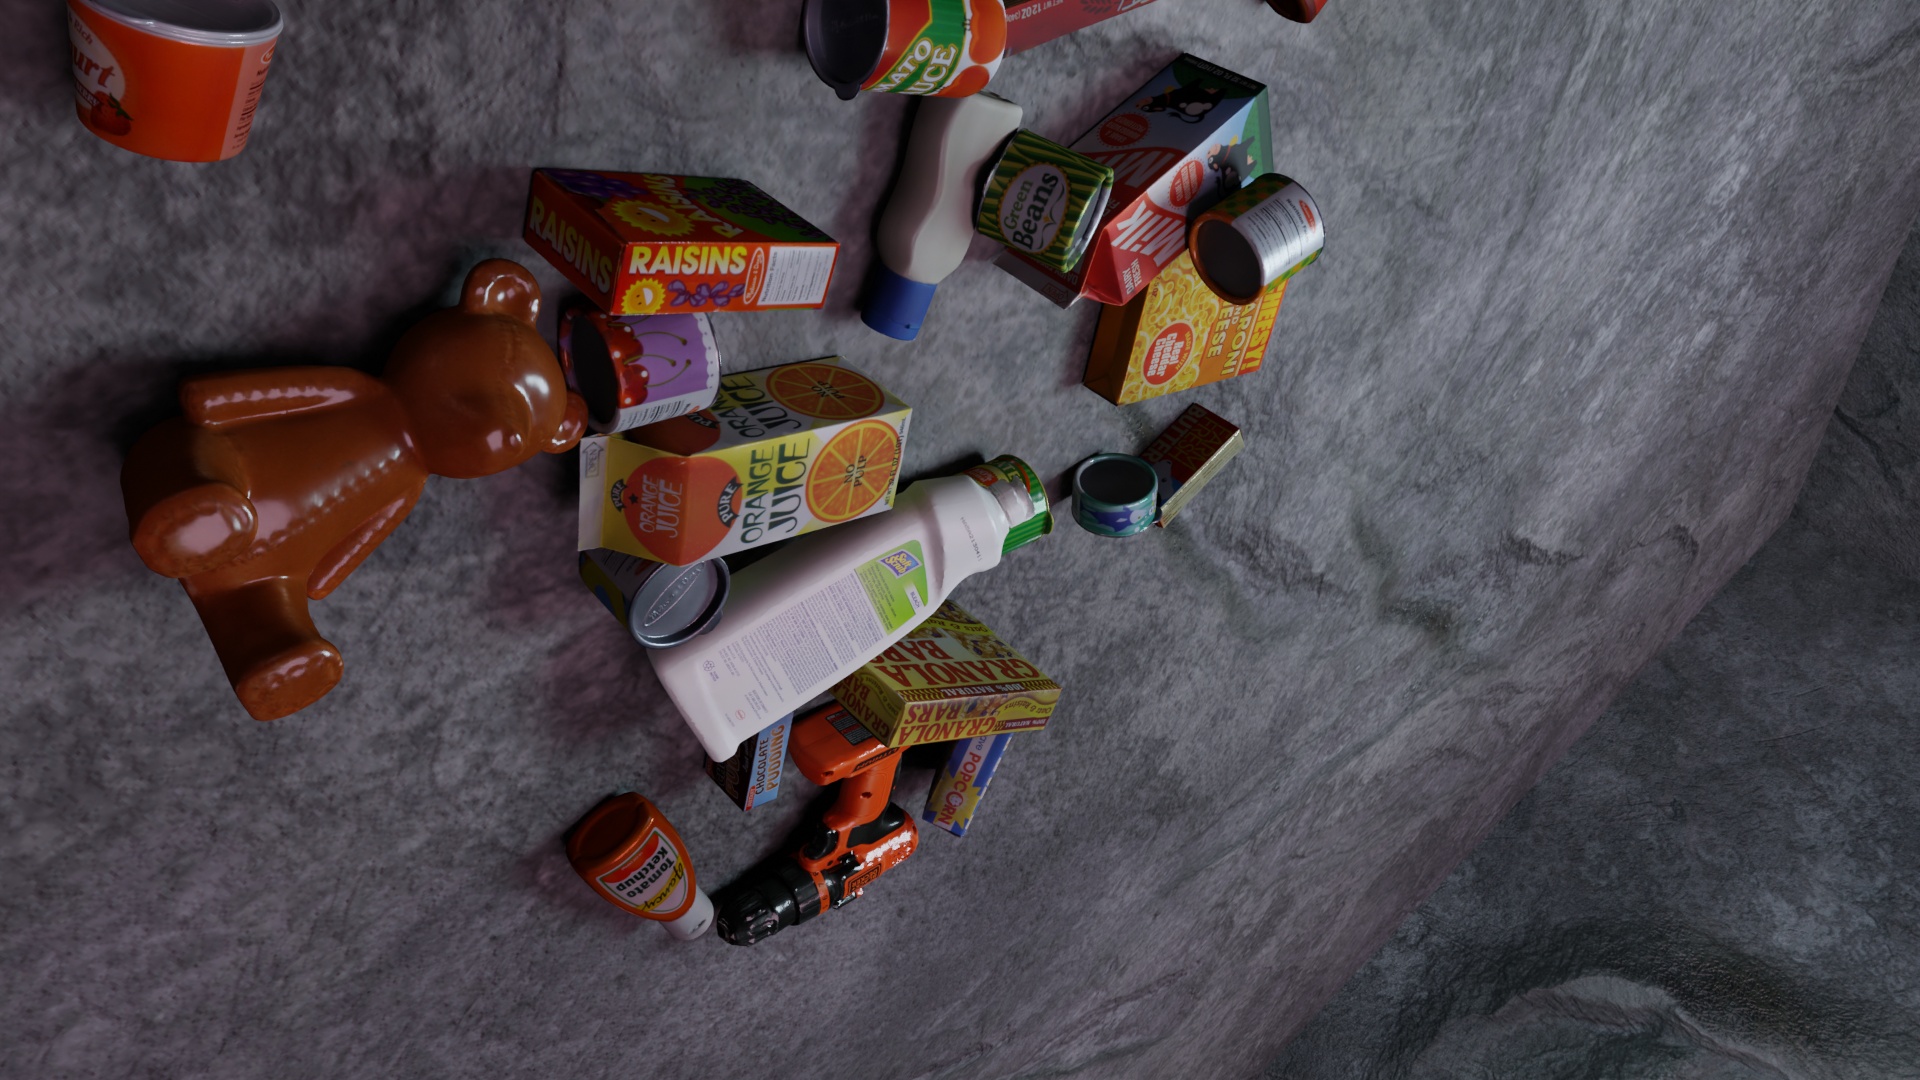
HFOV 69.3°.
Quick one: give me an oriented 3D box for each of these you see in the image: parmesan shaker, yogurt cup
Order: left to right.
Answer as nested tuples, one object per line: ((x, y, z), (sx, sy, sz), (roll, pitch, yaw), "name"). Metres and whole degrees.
((-0.284, -0.173, 0.500), (0.072, 0.072, 0.053), (-9, 135, -44), "yogurt cup")
((0.003, -0.012, 0.958), (0.103, 0.071, 0.071), (-23, 136, -34), "parmesan shaker")

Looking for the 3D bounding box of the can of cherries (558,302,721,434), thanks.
((-0.164, -0.094, 0.705), (0.058, 0.071, 0.071), (-20, 135, -35), "can of cherries")

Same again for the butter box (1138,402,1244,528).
((0.177, -0.061, 1.127), (0.104, 0.053, 0.024), (-44, 142, -11), "butter box")

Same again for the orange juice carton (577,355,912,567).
((-0.127, -0.044, 0.782), (0.193, 0.073, 0.071), (-17, 132, -39), "orange juice carton")

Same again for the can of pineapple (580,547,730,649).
((-0.175, 0.021, 0.798), (0.071, 0.058, 0.070), (-29, 139, -28), "can of pineapple")

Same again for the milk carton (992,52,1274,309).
((0.111, -0.221, 0.893), (0.191, 0.072, 0.073), (-41, 144, -14), "milk carton")

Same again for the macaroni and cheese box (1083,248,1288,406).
((0.174, -0.175, 1.033), (0.167, 0.040, 0.123), (-17, 132, -39), "macaroni and cheese box")

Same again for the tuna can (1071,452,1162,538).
((0.121, -0.035, 1.072), (0.071, 0.071, 0.032), (-30, 140, -27), "tuna can")

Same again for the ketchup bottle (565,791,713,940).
((-0.213, 0.231, 0.956), (0.065, 0.043, 0.148), (-40, 144, -16), "ketchup bottle")

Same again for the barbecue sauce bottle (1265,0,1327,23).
((0.251, -0.415, 0.904), (0.148, 0.044, 0.065), (-53, 144, 2), "barbecue sauce bottle")

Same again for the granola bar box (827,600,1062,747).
((-0.026, 0.089, 0.969), (0.166, 0.124, 0.039), (3, 118, -49), "granola bar box")

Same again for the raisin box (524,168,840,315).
((-0.134, -0.145, 0.673), (0.124, 0.086, 0.040), (-11, 130, -43), "raisin box")

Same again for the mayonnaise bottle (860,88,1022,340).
((-0.017, -0.190, 0.805), (0.065, 0.041, 0.147), (-6, 126, -52), "mayonnaise bottle")

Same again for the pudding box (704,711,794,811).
((-0.144, 0.135, 0.943), (0.030, 0.050, 0.083), (-17, 133, -42), "pudding box")

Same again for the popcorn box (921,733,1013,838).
((0.014, 0.162, 1.119), (0.085, 0.038, 0.126), (-70, -176, -71), "popcorn box")

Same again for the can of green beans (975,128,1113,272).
((0.049, -0.197, 0.807), (0.071, 0.058, 0.071), (-61, 171, -16), "can of green beans")

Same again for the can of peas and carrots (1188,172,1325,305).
((0.187, -0.191, 0.887), (0.059, 0.071, 0.070), (-35, 142, -23), "can of peas and carrots")

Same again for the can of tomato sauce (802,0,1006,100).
((-0.027, -0.259, 0.706), (0.083, 0.071, 0.070), (-13, 130, -43), "can of tomato sauce")

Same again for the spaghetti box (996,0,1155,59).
((0.097, -0.331, 0.799), (0.251, 0.050, 0.028), (-30, 141, -28), "spaghetti box")
